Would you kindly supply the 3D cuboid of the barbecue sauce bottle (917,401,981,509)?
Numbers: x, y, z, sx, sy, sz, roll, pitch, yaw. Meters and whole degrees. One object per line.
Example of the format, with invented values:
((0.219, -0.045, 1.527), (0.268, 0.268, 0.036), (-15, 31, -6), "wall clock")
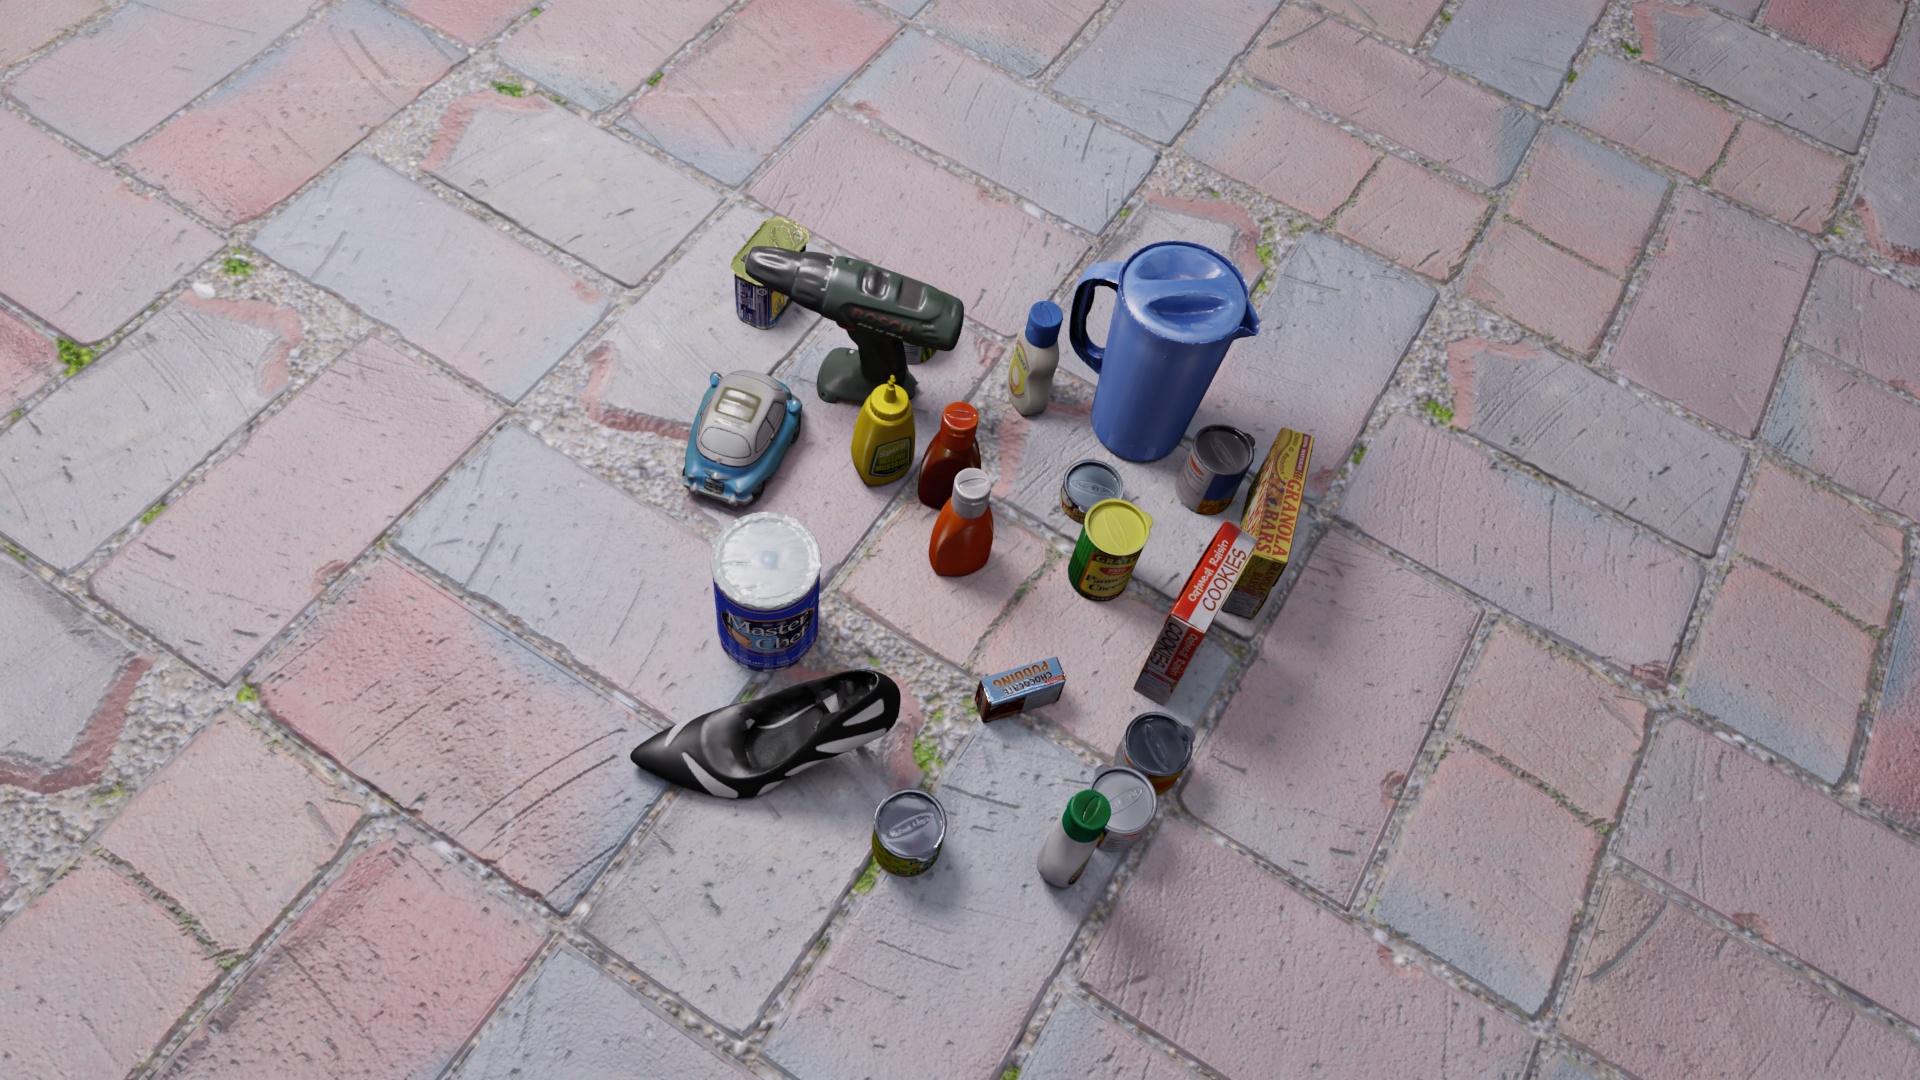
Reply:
((-0.008, -0.086, 1.441), (0.065, 0.147, 0.044), (6, 59, -3), "barbecue sauce bottle")

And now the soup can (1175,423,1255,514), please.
((0.277, -0.077, 1.509), (0.071, 0.083, 0.071), (3, 59, -5), "soup can")

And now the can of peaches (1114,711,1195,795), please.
((0.188, 0.206, 1.342), (0.071, 0.057, 0.071), (3, 59, -5), "can of peaches")

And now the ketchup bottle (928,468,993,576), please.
((0.005, -0.018, 1.401), (0.065, 0.148, 0.044), (-11, 62, -13), "ketchup bottle")

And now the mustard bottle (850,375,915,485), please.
((-0.078, -0.118, 1.444), (0.065, 0.159, 0.049), (-19, 64, -17), "mustard bottle")

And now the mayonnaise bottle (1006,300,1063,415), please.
((0.082, -0.202, 1.522), (0.041, 0.147, 0.065), (-13, 62, -14), "mayonnaise bottle")

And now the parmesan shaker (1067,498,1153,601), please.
((0.154, 0.011, 1.429), (0.071, 0.102, 0.071), (3, 59, -5), "parmesan shaker")

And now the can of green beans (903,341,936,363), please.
((-0.055, -0.244, 1.582), (0.071, 0.057, 0.071), (3, 59, -5), "can of green beans")

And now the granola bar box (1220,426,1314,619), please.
((0.322, -0.017, 1.455), (0.039, 0.123, 0.166), (18, 59, 4), "granola bar box")

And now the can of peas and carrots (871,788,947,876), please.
((-0.046, 0.271, 1.274), (0.071, 0.058, 0.071), (3, 59, -5), "can of peas and carrots")

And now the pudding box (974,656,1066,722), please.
((0.059, 0.147, 1.366), (0.084, 0.049, 0.030), (-15, 63, -16), "pudding box")

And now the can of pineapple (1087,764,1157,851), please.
((0.147, 0.252, 1.310), (0.071, 0.057, 0.071), (3, 59, -5), "can of pineapple")

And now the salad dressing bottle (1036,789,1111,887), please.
((0.102, 0.266, 1.244), (0.044, 0.147, 0.064), (29, 60, 10), "salad dressing bottle")

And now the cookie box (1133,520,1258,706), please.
((0.228, 0.073, 1.364), (0.040, 0.166, 0.123), (29, 60, 10), "cookie box")

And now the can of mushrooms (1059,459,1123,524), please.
((0.141, -0.050, 1.505), (0.071, 0.033, 0.071), (3, 59, -5), "can of mushrooms")
